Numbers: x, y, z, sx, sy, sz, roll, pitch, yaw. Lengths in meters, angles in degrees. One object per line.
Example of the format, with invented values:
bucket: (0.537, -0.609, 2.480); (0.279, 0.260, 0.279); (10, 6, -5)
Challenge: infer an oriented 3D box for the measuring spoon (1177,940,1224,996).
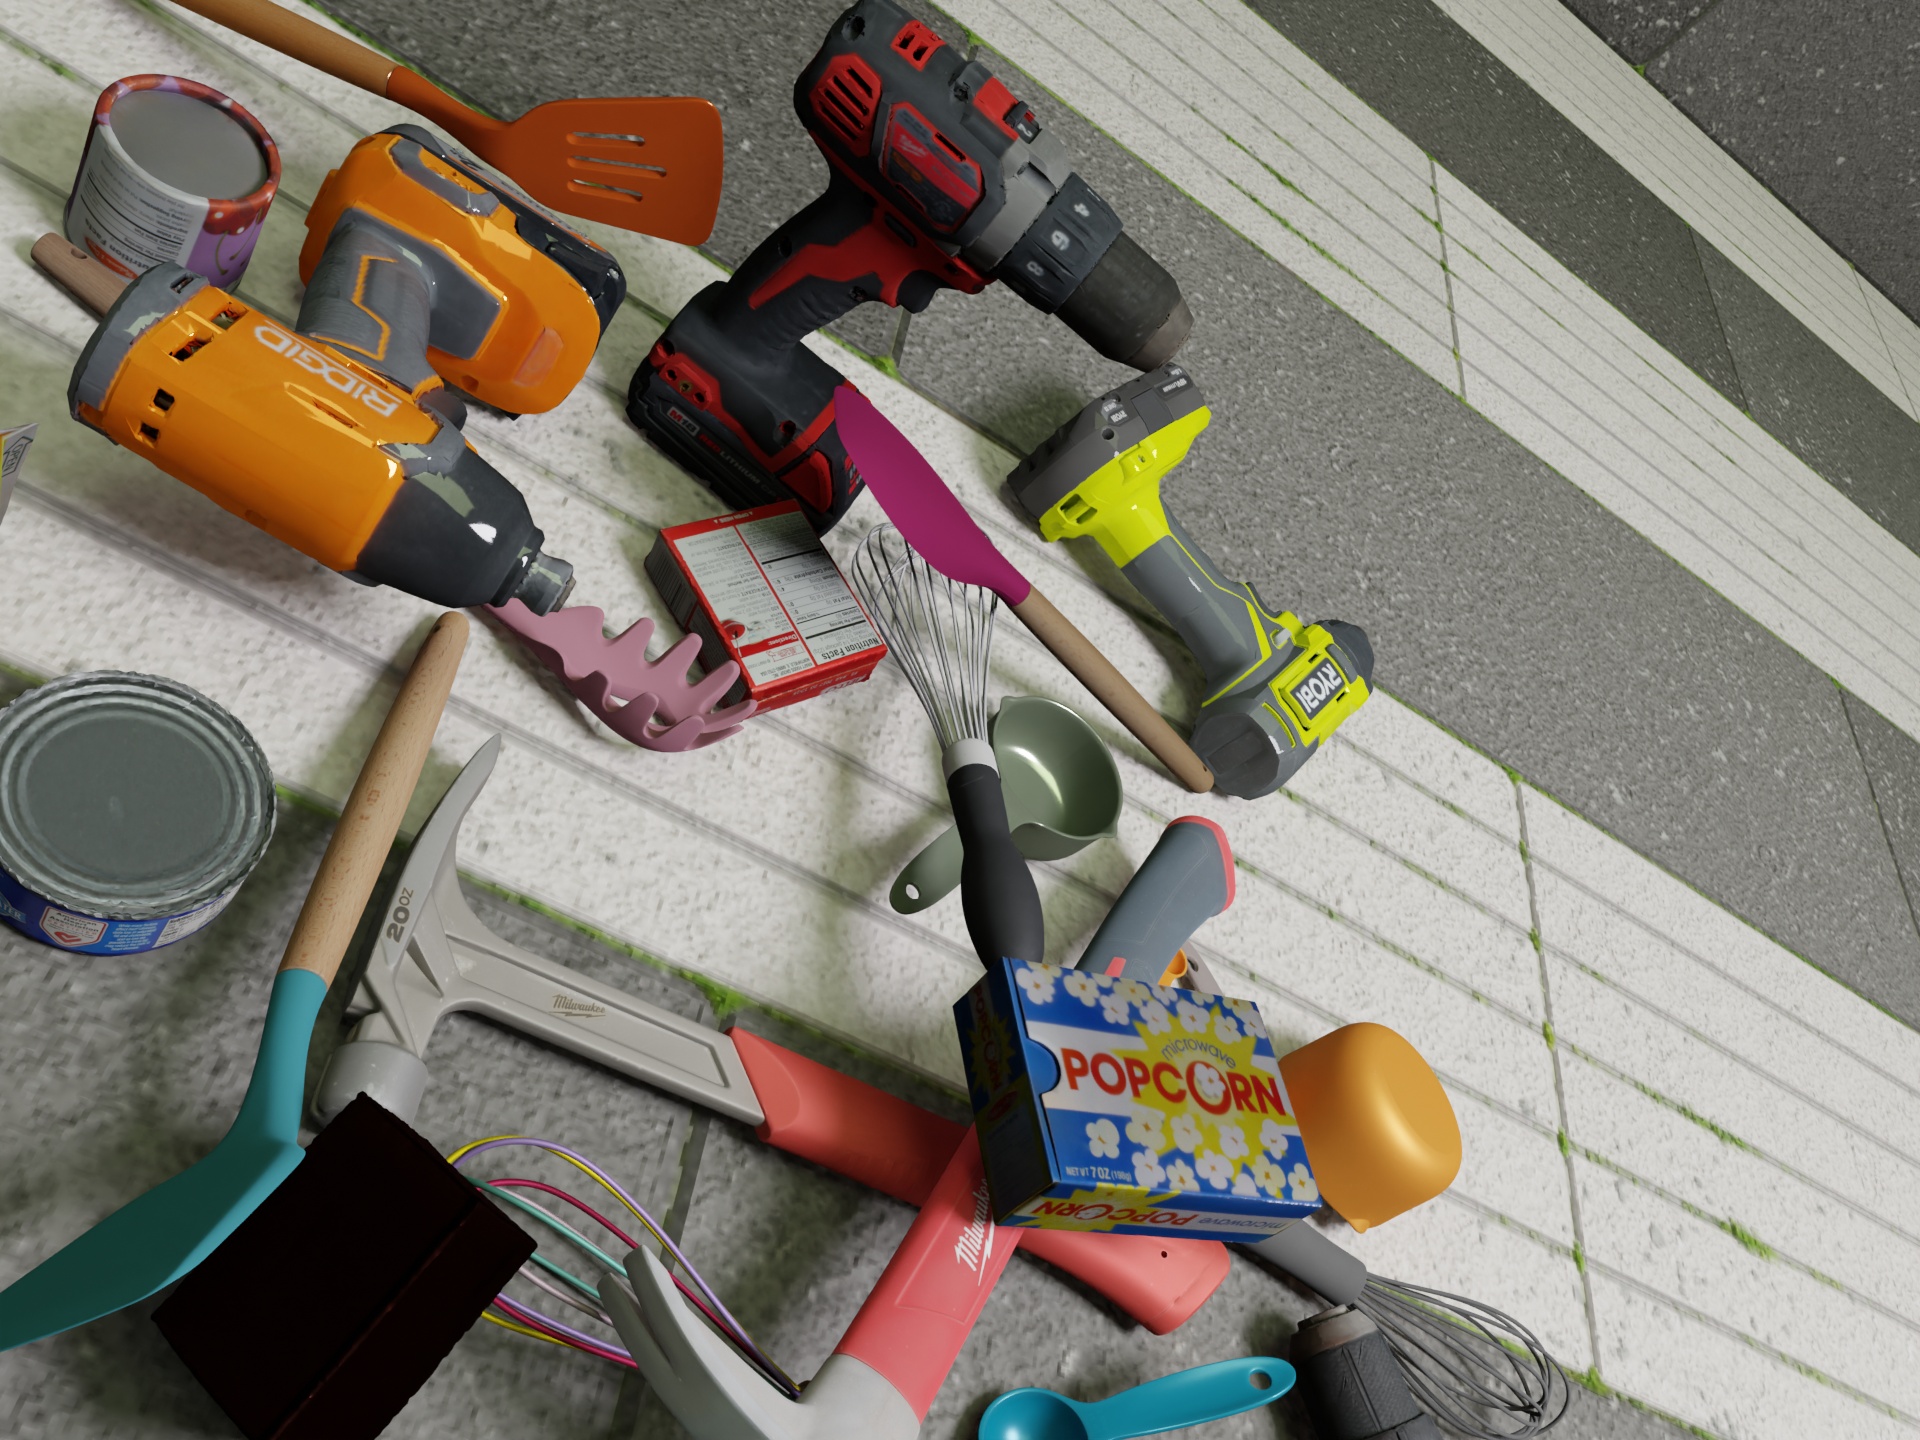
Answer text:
measuring spoon: (0.127, 0.159, 0.751); (0.034, 0.018, 0.124); (12, 45, -50)

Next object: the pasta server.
pasta server: (-0.217, -0.086, 0.618); (0.316, 0.040, 0.060); (39, 25, -10)

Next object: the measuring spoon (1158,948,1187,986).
measuring spoon: (0.076, 0.142, 0.723); (0.021, 0.011, 0.117); (44, 45, -5)

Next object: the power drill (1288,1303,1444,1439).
power drill: (0.126, 0.324, 0.579); (0.226, 0.084, 0.185); (4, 56, -43)

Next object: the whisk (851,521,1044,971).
whisk: (-0.002, -0.002, 0.687); (0.070, 0.070, 0.285); (20, 37, -29)

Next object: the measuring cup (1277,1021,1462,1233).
measuring cup: (0.165, 0.166, 0.719); (0.173, 0.052, 0.095); (34, 34, -35)

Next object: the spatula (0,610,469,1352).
spatula: (-0.201, 0.054, 0.490); (0.044, 0.082, 0.318); (56, 21, -34)

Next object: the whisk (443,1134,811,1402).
whisk: (-0.073, 0.216, 0.517); (0.244, 0.051, 0.047); (42, 40, -16)

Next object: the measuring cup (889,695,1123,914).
measuring cup: (0.011, 0.048, 0.715); (0.083, 0.038, 0.167); (51, 44, 2)

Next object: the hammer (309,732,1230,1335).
hammer: (-0.046, 0.141, 0.597); (0.358, 0.036, 0.149); (28, 46, -21)

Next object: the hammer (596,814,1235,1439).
hammer: (0.023, 0.131, 0.608); (0.143, 0.038, 0.386); (44, 36, -1)

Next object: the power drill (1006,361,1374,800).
power drill: (0.141, -0.083, 0.896); (0.223, 0.080, 0.171); (54, 42, 0)

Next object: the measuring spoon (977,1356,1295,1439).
measuring spoon: (0.066, 0.261, 0.588); (0.128, 0.021, 0.042); (-6, 37, -20)

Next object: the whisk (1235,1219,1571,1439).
whisk: (0.172, 0.246, 0.699); (0.239, 0.055, 0.055); (36, 43, -9)

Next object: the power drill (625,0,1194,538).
power drill: (-0.026, -0.173, 0.701); (0.187, 0.226, 0.080); (39, 43, -11)

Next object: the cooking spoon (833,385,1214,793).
cooking spoon: (0.040, -0.046, 0.738); (0.318, 0.017, 0.069); (42, 29, -42)

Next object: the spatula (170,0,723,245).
spatula: (-0.254, -0.283, 0.669); (0.322, 0.081, 0.041); (25, 60, 2)

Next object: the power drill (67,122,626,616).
power drill: (-0.200, -0.129, 0.598); (0.164, 0.084, 0.227); (32, 30, -17)
